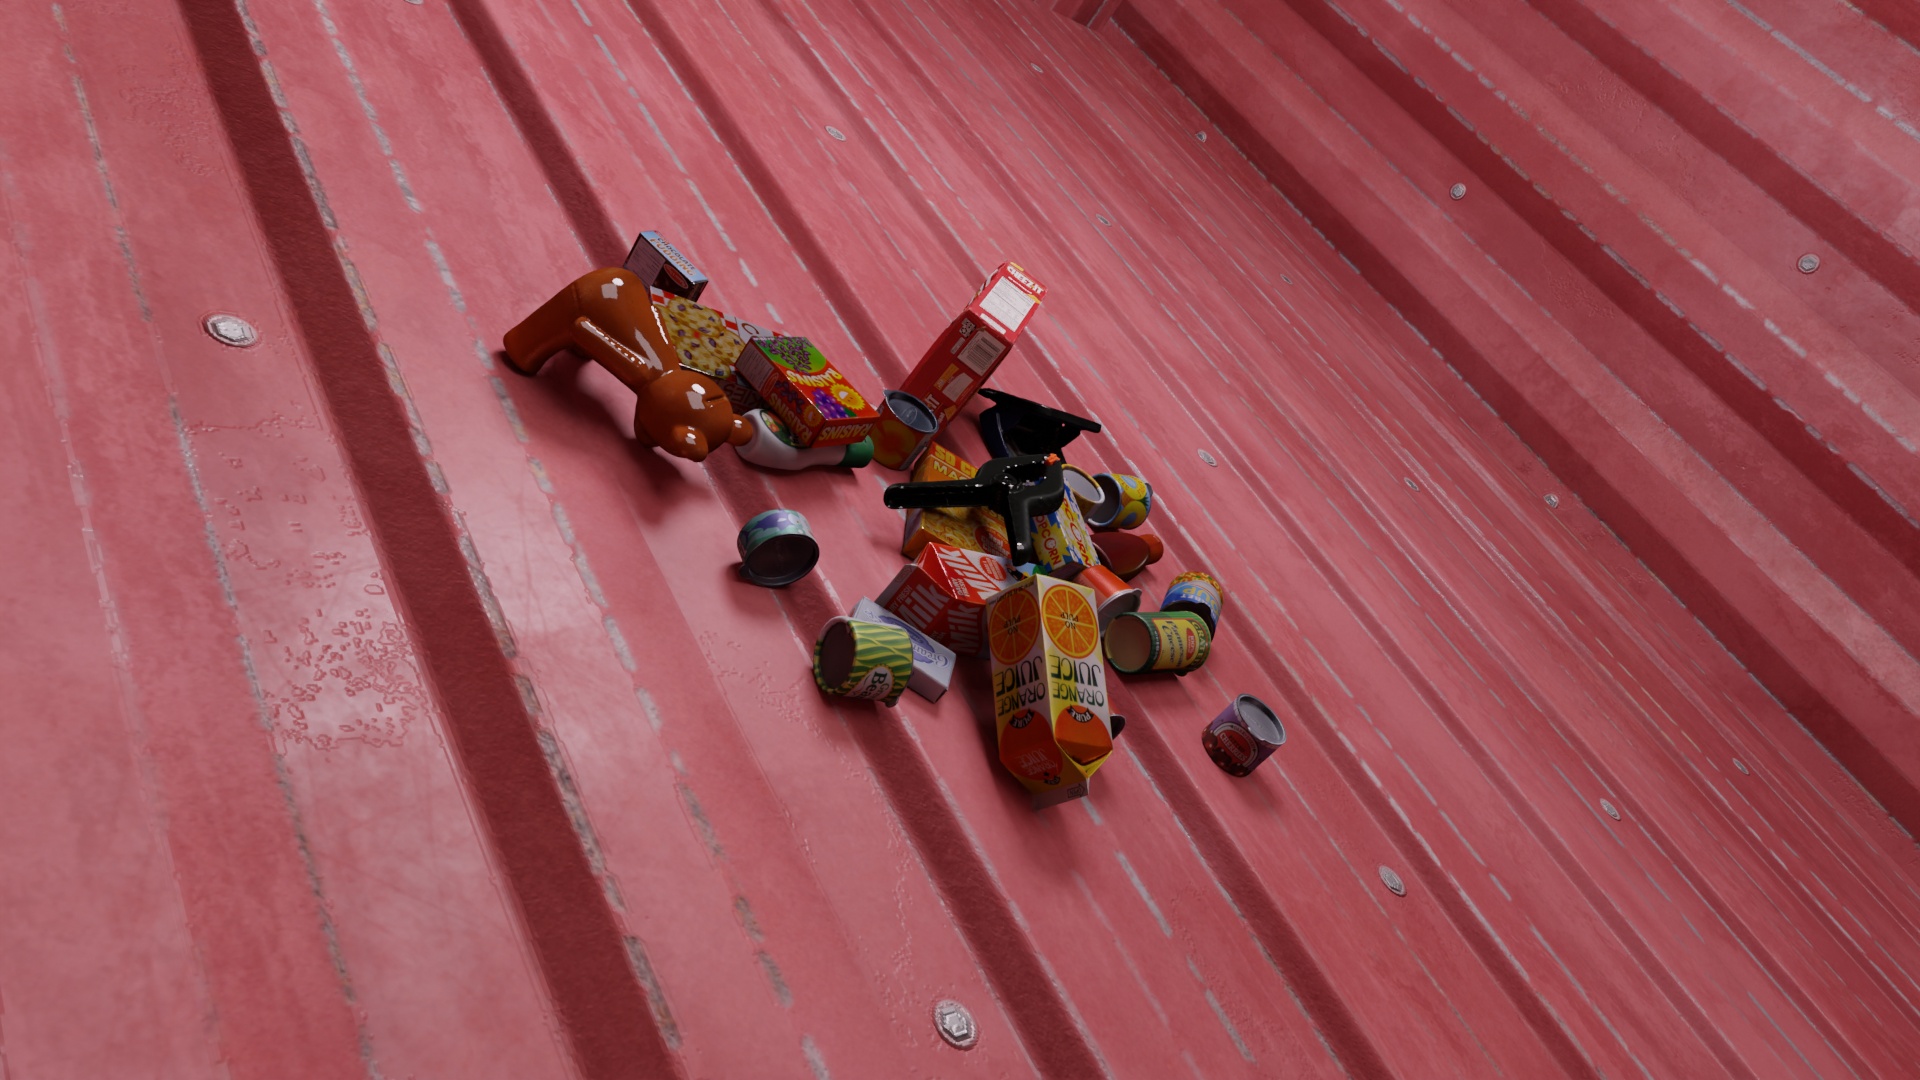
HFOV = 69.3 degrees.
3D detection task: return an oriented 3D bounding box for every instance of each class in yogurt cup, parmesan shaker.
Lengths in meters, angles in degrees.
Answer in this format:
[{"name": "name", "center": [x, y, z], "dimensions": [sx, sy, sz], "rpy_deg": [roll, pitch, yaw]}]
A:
[{"name": "yogurt cup", "center": [0.148, 0.063, 1.466], "dimensions": [0.072, 0.072, 0.054], "rpy_deg": [3, 37, -47]}, {"name": "parmesan shaker", "center": [0.208, 0.111, 1.464], "dimensions": [0.103, 0.071, 0.071], "rpy_deg": [2, 45, -46]}]

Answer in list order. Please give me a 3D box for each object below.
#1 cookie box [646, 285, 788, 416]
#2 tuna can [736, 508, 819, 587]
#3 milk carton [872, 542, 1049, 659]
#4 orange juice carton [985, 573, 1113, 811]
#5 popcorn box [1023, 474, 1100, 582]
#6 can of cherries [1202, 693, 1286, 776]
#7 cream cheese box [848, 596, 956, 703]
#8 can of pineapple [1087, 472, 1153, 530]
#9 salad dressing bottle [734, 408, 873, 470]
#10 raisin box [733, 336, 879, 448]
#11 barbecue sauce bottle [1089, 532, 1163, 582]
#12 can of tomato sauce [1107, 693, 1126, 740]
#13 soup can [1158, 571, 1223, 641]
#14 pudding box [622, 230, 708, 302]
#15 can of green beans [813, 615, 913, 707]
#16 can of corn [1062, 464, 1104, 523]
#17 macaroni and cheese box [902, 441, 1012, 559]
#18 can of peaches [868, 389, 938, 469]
[{"name": "cookie box", "center": [-0.237, -0.179, 1.396], "dimensions": [0.167, 0.040, 0.123], "rpy_deg": [17, 36, -32]}, {"name": "tuna can", "center": [-0.160, 0.007, 1.196], "dimensions": [0.071, 0.070, 0.033], "rpy_deg": [13, 37, -39]}, {"name": "milk carton", "center": [0.005, 0.058, 1.299], "dimensions": [0.191, 0.072, 0.074], "rpy_deg": [12, 39, -39]}, {"name": "orange juice carton", "center": [0.078, 0.134, 1.208], "dimensions": [0.073, 0.071, 0.193], "rpy_deg": [15, 59, -37]}, {"name": "popcorn box", "center": [0.103, -0.016, 1.500], "dimensions": [0.085, 0.038, 0.127], "rpy_deg": [25, 41, -59]}, {"name": "can of cherries", "center": [0.291, 0.202, 1.434], "dimensions": [0.071, 0.058, 0.072], "rpy_deg": [29, 31, -19]}, {"name": "cream cheese box", "center": [-0.055, 0.096, 1.229], "dimensions": [0.104, 0.024, 0.053], "rpy_deg": [33, 30, -9]}, {"name": "can of pineapple", "center": [0.185, -0.048, 1.655], "dimensions": [0.058, 0.070, 0.071], "rpy_deg": [3, 44, -46]}, {"name": "salad dressing bottle", "center": [-0.152, -0.096, 1.369], "dimensions": [0.148, 0.043, 0.064], "rpy_deg": [4, 42, -46]}, {"name": "raisin box", "center": [-0.150, -0.146, 1.358], "dimensions": [0.123, 0.040, 0.086], "rpy_deg": [47, 28, 19]}, {"name": "barbecue sauce bottle", "center": [0.184, 0.018, 1.589], "dimensions": [0.065, 0.043, 0.149], "rpy_deg": [50, 30, 19]}, {"name": "can of tomato sauce", "center": [0.105, 0.151, 1.289], "dimensions": [0.071, 0.071, 0.083], "rpy_deg": [5, 42, -45]}, {"name": "soup can", "center": [0.260, 0.079, 1.559], "dimensions": [0.071, 0.071, 0.084], "rpy_deg": [38, 29, -1]}, {"name": "pudding box", "center": [-0.307, -0.277, 1.444], "dimensions": [0.084, 0.049, 0.030], "rpy_deg": [44, 31, 11]}, {"name": "can of green beans", "center": [-0.081, 0.099, 1.152], "dimensions": [0.058, 0.071, 0.071], "rpy_deg": [13, 38, -37]}, {"name": "can of corn", "center": [0.121, -0.047, 1.593], "dimensions": [0.071, 0.058, 0.071], "rpy_deg": [29, 30, -18]}, {"name": "macaroni and cheese box", "center": [0.005, -0.018, 1.440], "dimensions": [0.123, 0.040, 0.167], "rpy_deg": [30, 30, -17]}, {"name": "can of peaches", "center": [-0.068, -0.119, 1.482], "dimensions": [0.071, 0.057, 0.071], "rpy_deg": [28, 31, -18]}]
